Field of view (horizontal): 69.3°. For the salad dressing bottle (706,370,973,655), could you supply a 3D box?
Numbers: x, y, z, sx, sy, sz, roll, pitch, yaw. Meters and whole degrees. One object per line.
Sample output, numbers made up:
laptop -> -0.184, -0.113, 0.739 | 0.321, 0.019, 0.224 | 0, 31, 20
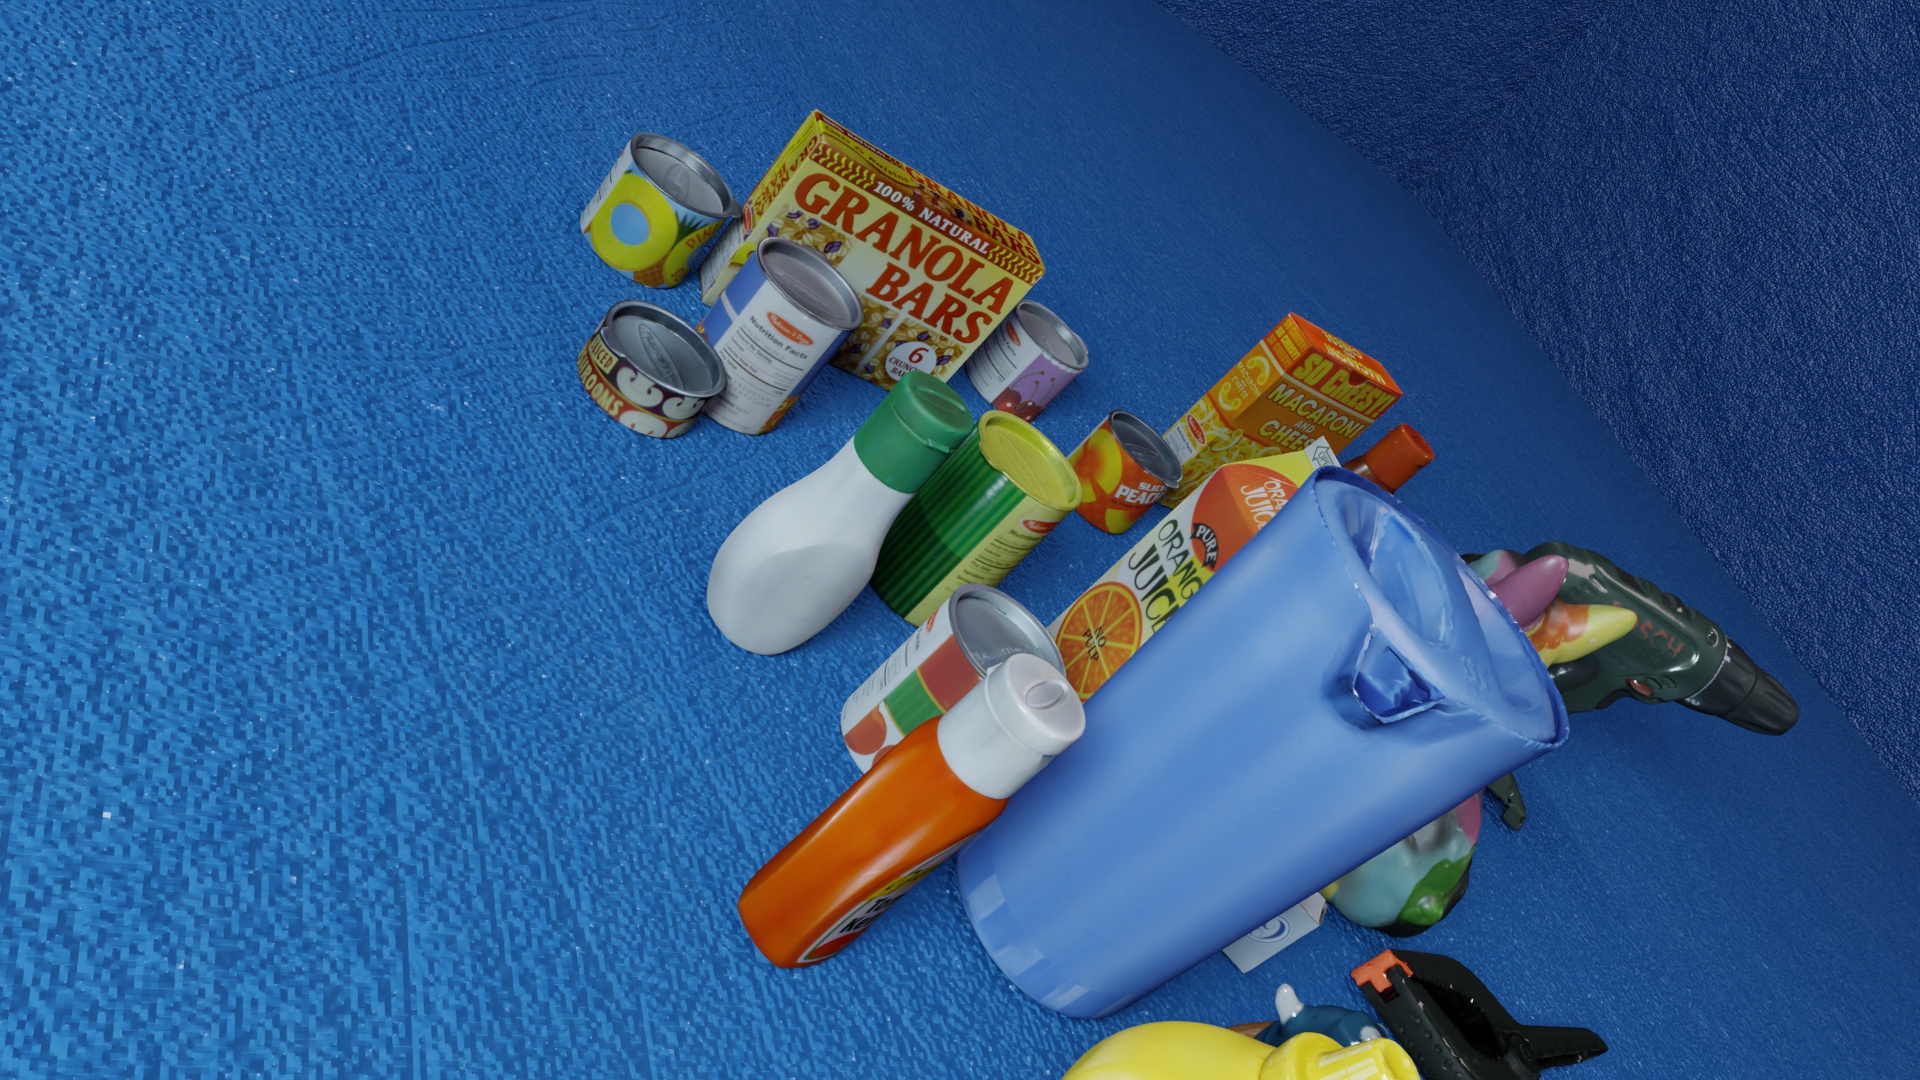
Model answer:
salad dressing bottle -> -0.053, -0.011, 0.600 | 0.064, 0.147, 0.044 | 20, 37, -38

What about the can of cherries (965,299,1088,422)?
can of cherries -> 0.048, -0.124, 0.974 | 0.071, 0.058, 0.072 | 32, 31, -22

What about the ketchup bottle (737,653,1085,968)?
ketchup bottle -> -0.017, 0.097, 0.501 | 0.043, 0.148, 0.065 | 52, 29, 14

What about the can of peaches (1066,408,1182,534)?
can of peaches -> 0.109, -0.045, 0.947 | 0.071, 0.058, 0.071 | 32, 31, -22

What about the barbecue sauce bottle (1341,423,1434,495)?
barbecue sauce bottle -> 0.297, -0.029, 1.075 | 0.065, 0.148, 0.044 | -1, 51, -53

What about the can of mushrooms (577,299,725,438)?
can of mushrooms -> -0.155, -0.085, 0.686 | 0.071, 0.033, 0.071 | 32, 31, -22

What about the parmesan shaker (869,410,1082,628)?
parmesan shaker -> 0.003, -0.009, 0.715 | 0.071, 0.102, 0.072 | 32, 30, -22

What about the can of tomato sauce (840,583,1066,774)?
can of tomato sauce -> -0.003, 0.072, 0.622 | 0.071, 0.082, 0.071 | 32, 31, -22

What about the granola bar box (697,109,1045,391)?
granola bar box -> -0.052, -0.162, 0.825 | 0.165, 0.123, 0.039 | 23, 35, -35

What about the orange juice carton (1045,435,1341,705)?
orange juice carton -> 0.136, 0.030, 0.742 | 0.073, 0.192, 0.072 | 24, 34, -33

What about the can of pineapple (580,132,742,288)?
can of pineapple -> -0.167, -0.181, 0.773 | 0.071, 0.057, 0.071 | 32, 31, -22

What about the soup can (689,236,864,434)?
soup can -> -0.101, -0.108, 0.733 | 0.071, 0.083, 0.072 | 32, 31, -22

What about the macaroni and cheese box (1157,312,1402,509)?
macaroni and cheese box -> 0.229, -0.081, 1.037 | 0.124, 0.165, 0.040 | 17, 39, -41

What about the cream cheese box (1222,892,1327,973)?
cream cheese box -> 0.128, 0.164, 0.701 | 0.104, 0.053, 0.024 | 46, 28, 3
